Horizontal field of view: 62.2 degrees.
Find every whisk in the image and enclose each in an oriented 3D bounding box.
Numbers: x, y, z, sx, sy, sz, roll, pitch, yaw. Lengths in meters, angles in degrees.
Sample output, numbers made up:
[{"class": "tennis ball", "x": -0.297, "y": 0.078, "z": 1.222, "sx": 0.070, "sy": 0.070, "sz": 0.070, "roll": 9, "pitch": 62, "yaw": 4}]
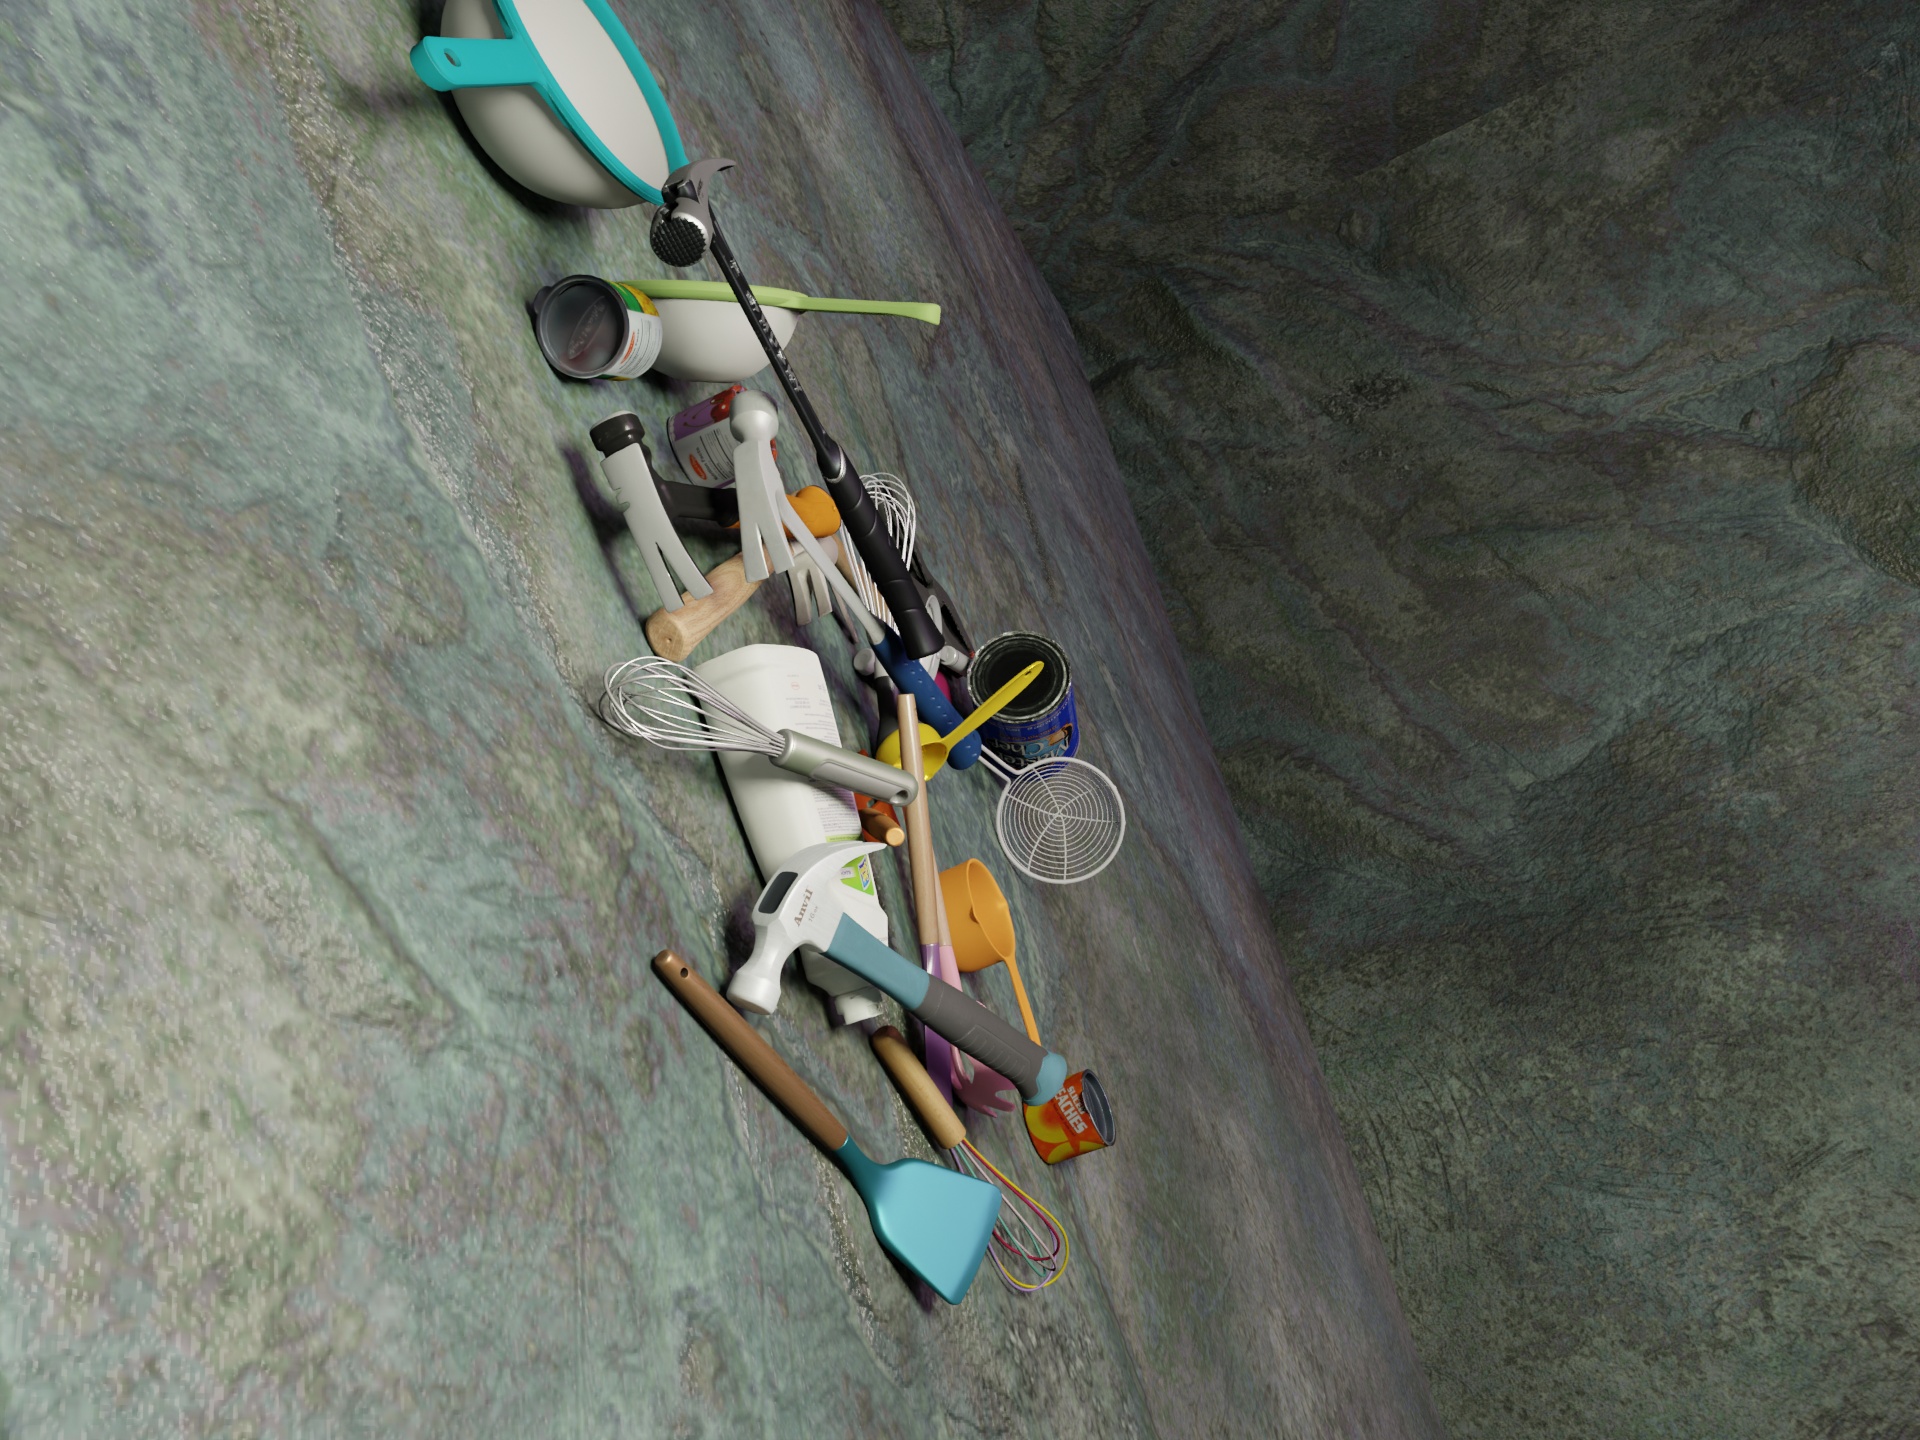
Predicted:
[{"class": "whisk", "x": 0.008, "y": 0.312, "z": 1.135, "sx": 0.244, "sy": 0.047, "sz": 0.051, "roll": 59, "pitch": 19, "yaw": -18}, {"class": "whisk", "x": -0.065, "y": -0.074, "z": 1.350, "sx": 0.070, "sy": 0.070, "sz": 0.285, "roll": 25, "pitch": 59, "yaw": -68}, {"class": "whisk", "x": -0.117, "y": 0.015, "z": 0.985, "sx": 0.246, "sy": 0.058, "sz": 0.059, "roll": 22, "pitch": 33, "yaw": -41}]

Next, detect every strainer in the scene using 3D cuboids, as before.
[{"class": "strainer", "x": -0.297, "y": -0.408, "z": 1.039, "sx": 0.211, "sy": 0.095, "sz": 0.340, "roll": 60, "pitch": 19, "yaw": -15}, {"class": "strainer", "x": -0.016, "y": -0.062, "z": 1.523, "sx": 0.258, "sy": 0.050, "sz": 0.087, "roll": 27, "pitch": 69, "yaw": -70}, {"class": "strainer", "x": -0.138, "y": -0.281, "z": 1.172, "sx": 0.151, "sy": 0.256, "sz": 0.069, "roll": -25, "pitch": 120, "yaw": -70}]

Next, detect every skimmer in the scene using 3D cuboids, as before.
[{"class": "skimmer", "x": 0.028, "y": 0.041, "z": 1.483, "sx": 0.362, "sy": 0.127, "sz": 0.090, "roll": 39, "pitch": 8, "yaw": -46}]

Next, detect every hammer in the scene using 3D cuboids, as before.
[{"class": "hammer", "x": -0.099, "y": -0.198, "z": 1.106, "sx": 0.149, "sy": 0.036, "sz": 0.408, "roll": -92, "pitch": 160, "yaw": -50}, {"class": "hammer", "x": -0.023, "y": 0.184, "z": 1.047, "sx": 0.330, "sy": 0.033, "sz": 0.128, "roll": 43, "pitch": 59, "yaw": -44}, {"class": "hammer", "x": -0.162, "y": -0.103, "z": 1.171, "sx": 0.130, "sy": 0.031, "sz": 0.331, "roll": 63, "pitch": 16, "yaw": -13}, {"class": "hammer", "x": -0.152, "y": -0.144, "z": 1.140, "sx": 0.127, "sy": 0.034, "sz": 0.337, "roll": 66, "pitch": 16, "yaw": 2}, {"class": "hammer", "x": -0.069, "y": -0.069, "z": 1.209, "sx": 0.405, "sy": 0.035, "sz": 0.144, "roll": 54, "pitch": 24, "yaw": -52}]

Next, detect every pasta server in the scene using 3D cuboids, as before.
[{"class": "pasta server", "x": -0.014, "y": 0.154, "z": 1.249, "sx": 0.040, "sy": 0.060, "sz": 0.316, "roll": 9, "pitch": 58, "yaw": -41}]

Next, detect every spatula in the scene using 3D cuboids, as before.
[{"class": "spatula", "x": -0.056, "y": 0.068, "z": 1.152, "sx": 0.322, "sy": 0.041, "sz": 0.081, "roll": -177, "pitch": -117, "yaw": -82}, {"class": "spatula", "x": -0.026, "y": 0.138, "z": 1.164, "sx": 0.059, "sy": 0.018, "sz": 0.316, "roll": 0, "pitch": 85, "yaw": -75}, {"class": "spatula", "x": -0.078, "y": 0.235, "z": 0.949, "sx": 0.317, "sy": 0.044, "sz": 0.082, "roll": 54, "pitch": 47, "yaw": -33}]

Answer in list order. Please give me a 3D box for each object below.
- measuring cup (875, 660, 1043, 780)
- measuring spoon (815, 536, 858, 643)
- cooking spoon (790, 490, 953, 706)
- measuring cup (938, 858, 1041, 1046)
[{"class": "measuring cup", "x": -0.002, "y": -0.004, "z": 1.258, "sx": 0.029, "sy": 0.156, "sz": 0.062, "roll": 52, "pitch": 2, "yaw": 29}, {"class": "measuring spoon", "x": -0.101, "y": -0.113, "z": 1.361, "sx": 0.034, "sy": 0.018, "sz": 0.124, "roll": -118, "pitch": -174, "yaw": -45}, {"class": "cooking spoon", "x": -0.075, "y": -0.104, "z": 1.483, "sx": 0.318, "sy": 0.017, "sz": 0.069, "roll": 52, "pitch": 21, "yaw": -45}, {"class": "measuring cup", "x": 0.017, "y": 0.203, "z": 1.302, "sx": 0.174, "sy": 0.052, "sz": 0.095, "roll": 71, "pitch": 16, "yaw": 6}]
